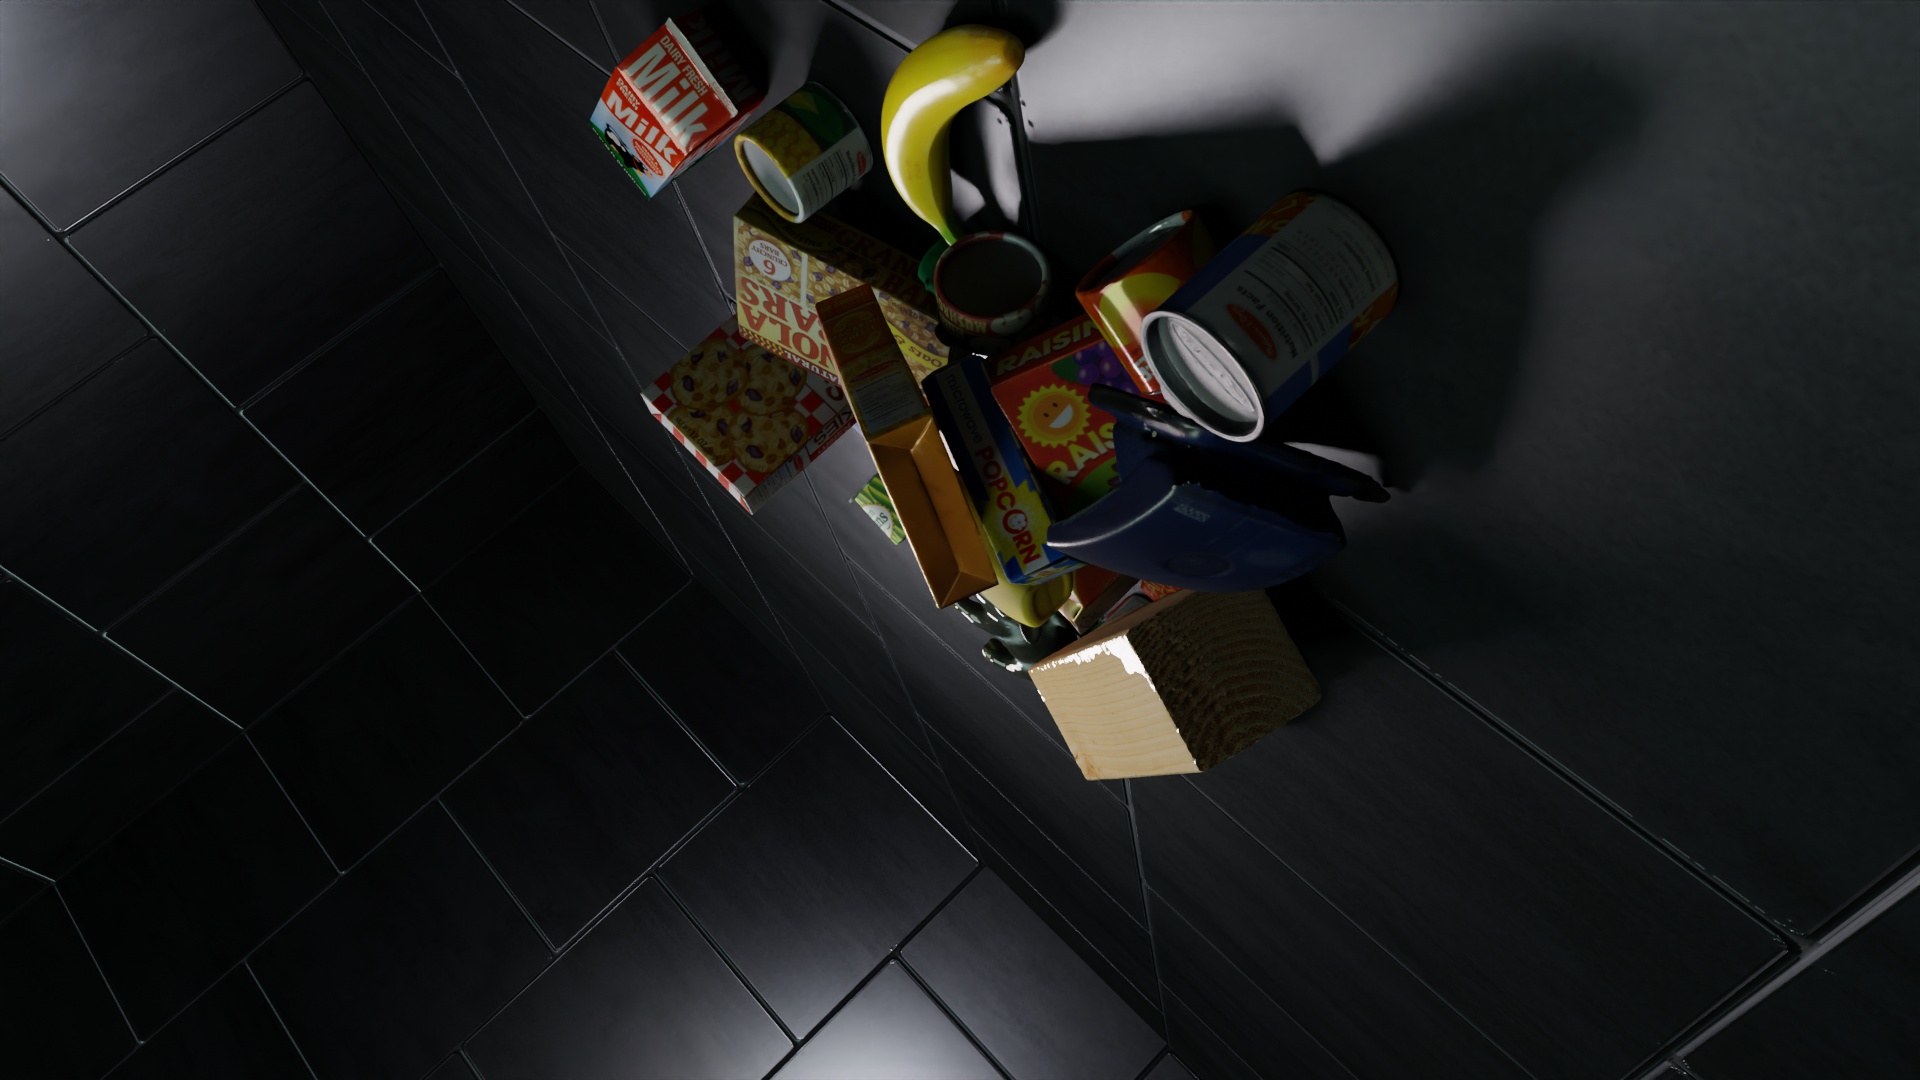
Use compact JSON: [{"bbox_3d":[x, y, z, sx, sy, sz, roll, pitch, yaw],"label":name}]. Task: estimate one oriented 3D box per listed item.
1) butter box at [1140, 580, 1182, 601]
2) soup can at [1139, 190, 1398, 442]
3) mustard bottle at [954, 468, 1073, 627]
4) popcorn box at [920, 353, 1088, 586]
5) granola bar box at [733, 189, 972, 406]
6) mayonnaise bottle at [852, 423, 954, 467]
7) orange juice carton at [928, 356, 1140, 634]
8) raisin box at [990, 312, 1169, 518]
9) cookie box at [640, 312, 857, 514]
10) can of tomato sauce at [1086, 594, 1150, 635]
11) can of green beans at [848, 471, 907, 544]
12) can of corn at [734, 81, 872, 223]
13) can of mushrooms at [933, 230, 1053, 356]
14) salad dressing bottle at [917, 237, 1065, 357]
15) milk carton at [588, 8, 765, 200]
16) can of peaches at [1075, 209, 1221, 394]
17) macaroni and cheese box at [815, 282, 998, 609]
[{"bbox_3d":[0.145,0.020,0.902,0.053,0.024,0.103,41,164,21],"label":"butter box"},{"bbox_3d":[0.124,-0.091,0.565,0.071,0.084,0.071,44,164,16],"label":"soup can"},{"bbox_3d":[0.003,-0.011,0.890,0.160,0.049,0.065,41,163,30],"label":"mustard bottle"},{"bbox_3d":[0.027,-0.038,0.792,0.127,0.038,0.085,66,-170,8],"label":"popcorn box"},{"bbox_3d":[-0.072,-0.151,0.929,0.166,0.039,0.123,28,151,10],"label":"granola bar box"},{"bbox_3d":[-0.044,-0.075,1.162,0.148,0.041,0.064,45,163,16],"label":"mayonnaise bottle"},{"bbox_3d":[0.062,-0.027,0.924,0.192,0.072,0.073,56,163,-27],"label":"orange juice carton"},{"bbox_3d":[0.081,-0.061,0.756,0.123,0.086,0.040,57,-159,-30],"label":"raisin box"},{"bbox_3d":[-0.141,-0.121,1.074,0.123,0.168,0.040,44,167,16],"label":"cookie box"},{"bbox_3d":[0.120,0.092,1.037,0.071,0.083,0.071,44,164,16],"label":"can of tomato sauce"},{"bbox_3d":[-0.052,-0.038,1.226,0.058,0.071,0.071,48,165,0],"label":"can of green beans"},{"bbox_3d":[-0.100,-0.242,0.864,0.071,0.058,0.071,44,164,16],"label":"can of corn"},{"bbox_3d":[0.017,-0.137,0.776,0.071,0.071,0.033,42,162,23],"label":"can of mushrooms"},{"bbox_3d":[0.037,-0.121,0.818,0.148,0.044,0.064,45,171,15],"label":"salad dressing bottle"},{"bbox_3d":[-0.195,-0.300,0.954,0.072,0.073,0.190,52,164,-15],"label":"milk carton"},{"bbox_3d":[0.094,-0.108,0.634,0.058,0.071,0.071,54,164,-16],"label":"can of peaches"},{"bbox_3d":[-0.034,-0.059,0.804,0.167,0.040,0.123,-115,3,-53],"label":"macaroni and cheese box"}]
